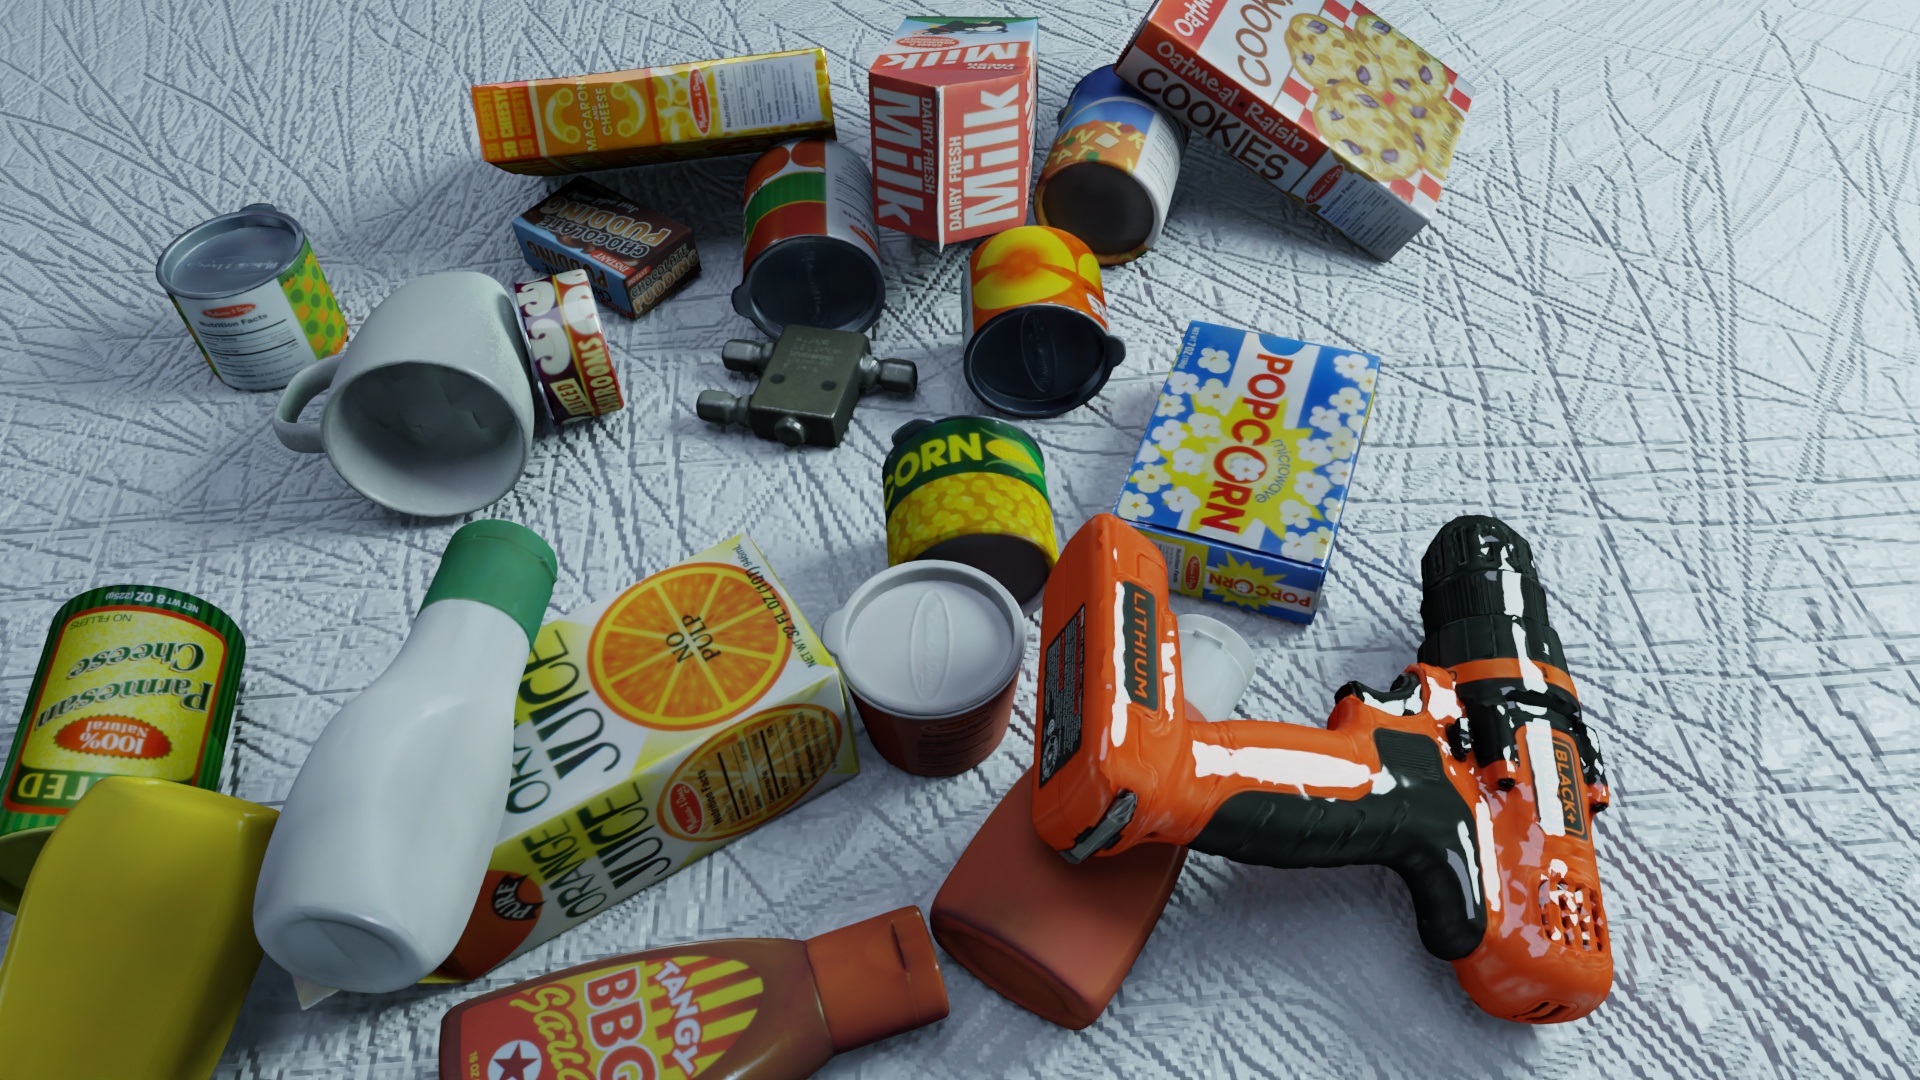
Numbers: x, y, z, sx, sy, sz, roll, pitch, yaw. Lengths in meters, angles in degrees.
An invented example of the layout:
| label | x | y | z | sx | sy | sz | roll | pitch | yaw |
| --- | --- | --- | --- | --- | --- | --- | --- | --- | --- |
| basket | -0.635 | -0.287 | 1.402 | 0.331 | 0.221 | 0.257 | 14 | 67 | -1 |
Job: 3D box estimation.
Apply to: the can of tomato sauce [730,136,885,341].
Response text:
| label | x | y | z | sx | sy | sz | roll | pitch | yaw |
| --- | --- | --- | --- | --- | --- | --- | --- | --- | --- |
| can of tomato sauce | -0.073 | -0.143 | 0.668 | 0.071 | 0.070 | 0.083 | -6 | 48 | -2 |

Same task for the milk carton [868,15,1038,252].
| label | x | y | z | sx | sy | sz | roll | pitch | yaw |
| --- | --- | --- | --- | --- | --- | --- | --- | --- | --- |
| milk carton | -0.001 | -0.202 | 0.673 | 0.073 | 0.072 | 0.191 | 2 | 30 | 5 |

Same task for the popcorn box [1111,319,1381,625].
| label | x | y | z | sx | sy | sz | roll | pitch | yaw |
| --- | --- | --- | --- | --- | --- | --- | --- | --- | --- |
| popcorn box | 0.119 | -0.032 | 0.578 | 0.085 | 0.038 | 0.127 | 14 | 52 | 16 |

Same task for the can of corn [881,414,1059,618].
| label | x | y | z | sx | sy | sz | roll | pitch | yaw |
| --- | --- | --- | --- | --- | --- | --- | --- | --- | --- |
| can of corn | 0.002 | -0.007 | 0.542 | 0.071 | 0.070 | 0.058 | -5 | 50 | -1 |

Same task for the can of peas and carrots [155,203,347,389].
| label | x | y | z | sx | sy | sz | roll | pitch | yaw |
| --- | --- | --- | --- | --- | --- | --- | --- | --- | --- |
| can of peas and carrots | -0.335 | -0.116 | 0.663 | 0.071 | 0.058 | 0.071 | -1 | 49 | 2 |

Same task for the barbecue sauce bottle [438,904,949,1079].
| label | x | y | z | sx | sy | sz | roll | pitch | yaw |
| --- | --- | --- | --- | --- | --- | --- | --- | --- | --- |
| barbecue sauce bottle | -0.079 | 0.152 | 0.427 | 0.149 | 0.043 | 0.065 | -15 | 49 | -10 |

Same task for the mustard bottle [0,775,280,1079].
| label | x | y | z | sx | sy | sz | roll | pitch | yaw |
| --- | --- | --- | --- | --- | --- | --- | --- | --- | --- |
| mustard bottle | -0.255 | 0.153 | 0.411 | 0.065 | 0.048 | 0.160 | 16 | 80 | 0 |

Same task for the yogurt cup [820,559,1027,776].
| label | x | y | z | sx | sy | sz | roll | pitch | yaw |
| --- | --- | --- | --- | --- | --- | --- | --- | --- | --- |
| yogurt cup | -0.010 | 0.049 | 0.505 | 0.072 | 0.053 | 0.073 | -1 | 49 | 2 |

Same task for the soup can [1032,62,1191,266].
| label | x | y | z | sx | sy | sz | roll | pitch | yaw |
| --- | --- | --- | --- | --- | --- | --- | --- | --- | --- |
| soup can | 0.074 | -0.189 | 0.699 | 0.071 | 0.071 | 0.084 | 10 | 51 | 12 |

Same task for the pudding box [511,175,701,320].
| label | x | y | z | sx | sy | sz | roll | pitch | yaw |
| --- | --- | --- | --- | --- | --- | --- | --- | --- | --- |
| pudding box | -0.178 | -0.148 | 0.700 | 0.084 | 0.030 | 0.050 | 29 | 58 | 25 |

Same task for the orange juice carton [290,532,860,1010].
| label | x | y | z | sx | sy | sz | roll | pitch | yaw |
| --- | --- | --- | --- | --- | --- | --- | --- | --- | --- |
| orange juice carton | -0.137 | 0.081 | 0.472 | 0.193 | 0.072 | 0.072 | -26 | 54 | -18 |

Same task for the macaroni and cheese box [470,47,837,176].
| label | x | y | z | sx | sy | sz | roll | pitch | yaw |
| --- | --- | --- | --- | --- | --- | --- | --- | --- | --- |
| macaroni and cheese box | -0.148 | -0.216 | 0.711 | 0.167 | 0.040 | 0.124 | -8 | 12 | -3 |

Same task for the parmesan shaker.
| label | x | y | z | sx | sy | sz | roll | pitch | yaw |
| --- | --- | --- | --- | --- | --- | --- | --- | --- | --- |
| parmesan shaker | -0.299 | 0.074 | 0.489 | 0.071 | 0.071 | 0.103 | -9 | 49 | -5 |

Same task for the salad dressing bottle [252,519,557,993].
| label | x | y | z | sx | sy | sz | roll | pitch | yaw |
| --- | --- | --- | --- | --- | --- | --- | --- | --- | --- |
| salad dressing bottle | -0.155 | 0.056 | 0.410 | 0.044 | 0.064 | 0.148 | -8 | 42 | 11 |

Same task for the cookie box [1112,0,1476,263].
| label | x | y | z | sx | sy | sz | roll | pitch | yaw |
| --- | --- | --- | --- | --- | --- | --- | --- | --- | --- |
| cookie box | 0.172 | -0.233 | 0.703 | 0.167 | 0.040 | 0.123 | 33 | 54 | -6 |

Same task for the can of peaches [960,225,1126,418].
| label | x | y | z | sx | sy | sz | roll | pitch | yaw |
| --- | --- | --- | --- | --- | --- | --- | --- | --- | --- |
| can of peaches | 0.035 | -0.098 | 0.622 | 0.071 | 0.071 | 0.058 | -3 | 48 | 0 |

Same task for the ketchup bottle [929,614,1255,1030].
| label | x | y | z | sx | sy | sz | roll | pitch | yaw |
| --- | --- | --- | --- | --- | --- | --- | --- | --- | --- |
| ketchup bottle | 0.054 | 0.088 | 0.475 | 0.065 | 0.043 | 0.149 | 28 | 56 | 18 |

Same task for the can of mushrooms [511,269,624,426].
| label | x | y | z | sx | sy | sz | roll | pitch | yaw |
| --- | --- | --- | --- | --- | --- | --- | --- | --- | --- |
| can of mushrooms | -0.175 | -0.085 | 0.622 | 0.033 | 0.070 | 0.071 | -16 | 50 | -11 |
